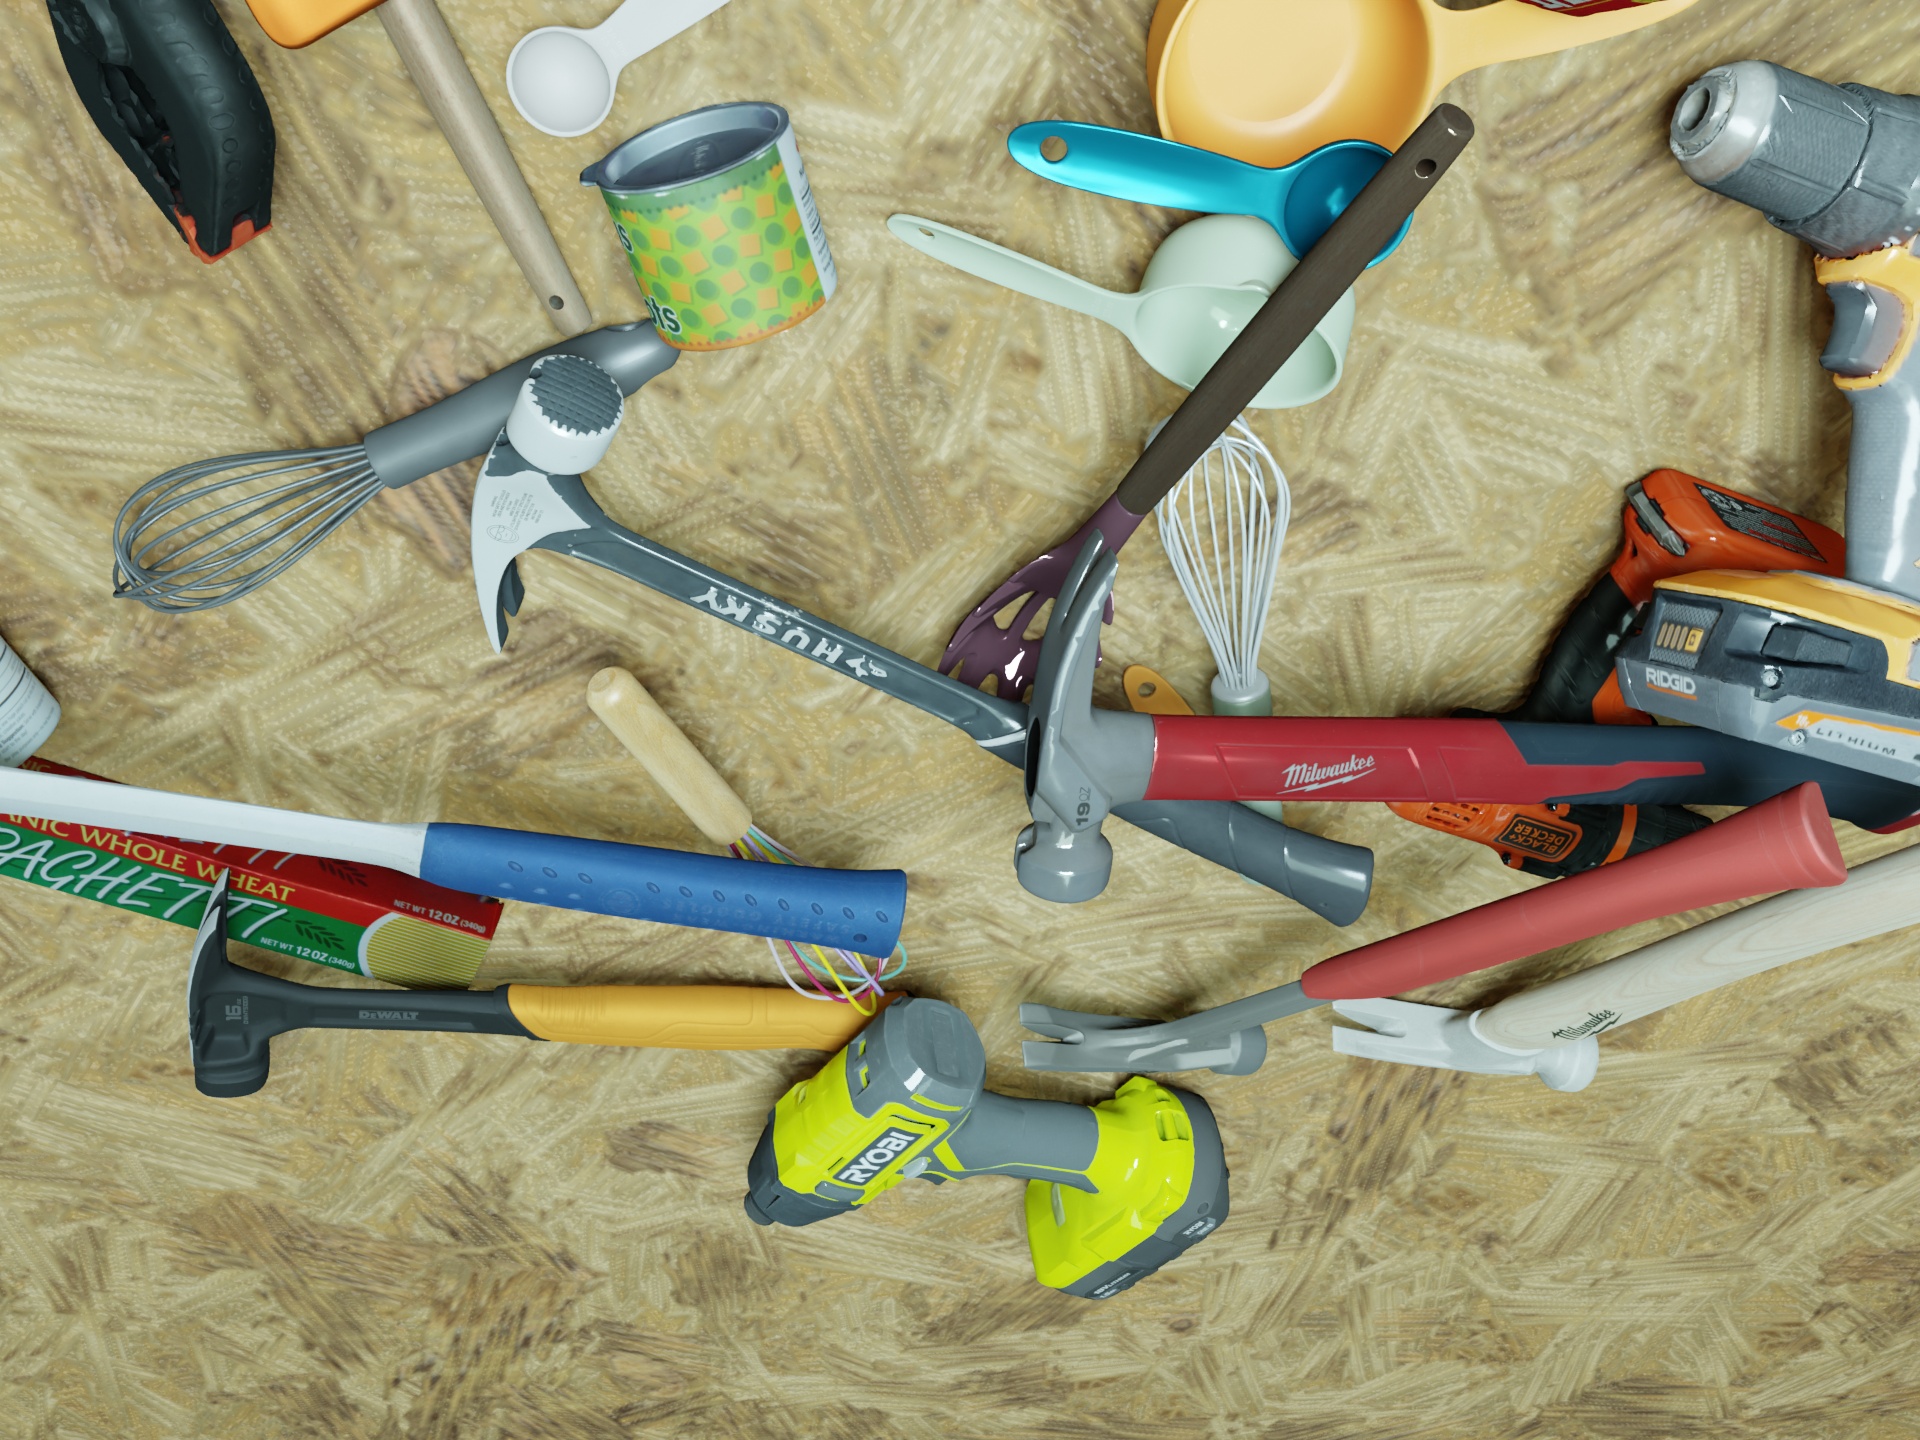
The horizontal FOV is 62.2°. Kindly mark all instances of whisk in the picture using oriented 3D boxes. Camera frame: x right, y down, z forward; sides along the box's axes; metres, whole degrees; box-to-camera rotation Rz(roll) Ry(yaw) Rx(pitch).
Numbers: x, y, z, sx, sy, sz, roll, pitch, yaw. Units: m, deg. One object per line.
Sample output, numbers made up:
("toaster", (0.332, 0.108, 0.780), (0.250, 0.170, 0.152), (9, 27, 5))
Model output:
("whisk", (-0.212, -0.097, 0.591), (0.239, 0.055, 0.055), (-21, 127, 7))
("whisk", (0.115, -0.022, 0.665), (0.059, 0.058, 0.246), (14, 135, 32))
("whisk", (-0.088, 0.060, 0.696), (0.051, 0.047, 0.244), (-5, 140, 26))

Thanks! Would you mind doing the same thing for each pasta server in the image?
("pasta server", (0.073, -0.088, 0.559), (0.060, 0.040, 0.316), (22, 145, -14))

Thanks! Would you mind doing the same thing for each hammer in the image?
("hammer", (-0.180, 0.133, 0.751), (0.336, 0.034, 0.127), (5, 131, -18))
("hammer", (0.217, 0.003, 0.615), (0.386, 0.038, 0.143), (1, 119, -10))
("hammer", (-0.224, 0.054, 0.630), (0.405, 0.035, 0.144), (10, 126, -12))
("hammer", (-0.001, -0.002, 0.640), (0.408, 0.036, 0.149), (25, 144, -18))
("hammer", (0.187, 0.100, 0.674), (0.149, 0.037, 0.359), (11, 152, -35))
("hammer", (0.314, 0.093, 0.661), (0.146, 0.038, 0.410), (11, 154, -14))

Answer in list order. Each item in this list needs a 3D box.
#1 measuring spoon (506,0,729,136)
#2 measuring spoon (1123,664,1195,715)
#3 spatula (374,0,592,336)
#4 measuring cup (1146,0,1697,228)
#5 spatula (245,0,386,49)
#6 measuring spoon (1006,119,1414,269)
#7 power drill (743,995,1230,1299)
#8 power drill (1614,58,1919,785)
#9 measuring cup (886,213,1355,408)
("measuring spoon", (-0.092, -0.233, 0.510), (0.124, 0.018, 0.034), (-31, 125, 11))
("measuring spoon", (0.106, 0.014, 0.719), (0.021, 0.011, 0.116), (-35, 119, 12))
("spatula", (-0.188, -0.258, 0.479), (0.060, 0.018, 0.315), (-16, 127, 10))
("measuring cup", (0.144, -0.222, 0.507), (0.173, 0.052, 0.095), (-13, 128, 4))
("spatula", (-0.060, -0.271, 0.462), (0.322, 0.041, 0.081), (-10, 127, 3))
("measuring spoon", (0.078, -0.173, 0.501), (0.128, 0.021, 0.042), (11, 127, 0))
("power drill", (0.011, 0.228, 0.819), (0.223, 0.080, 0.171), (22, 128, -28))
("power drill", (0.304, -0.102, 0.550), (0.185, 0.084, 0.226), (13, 97, -16))
("measuring cup", (0.058, -0.160, 0.558), (0.167, 0.038, 0.083), (20, 166, 4))
